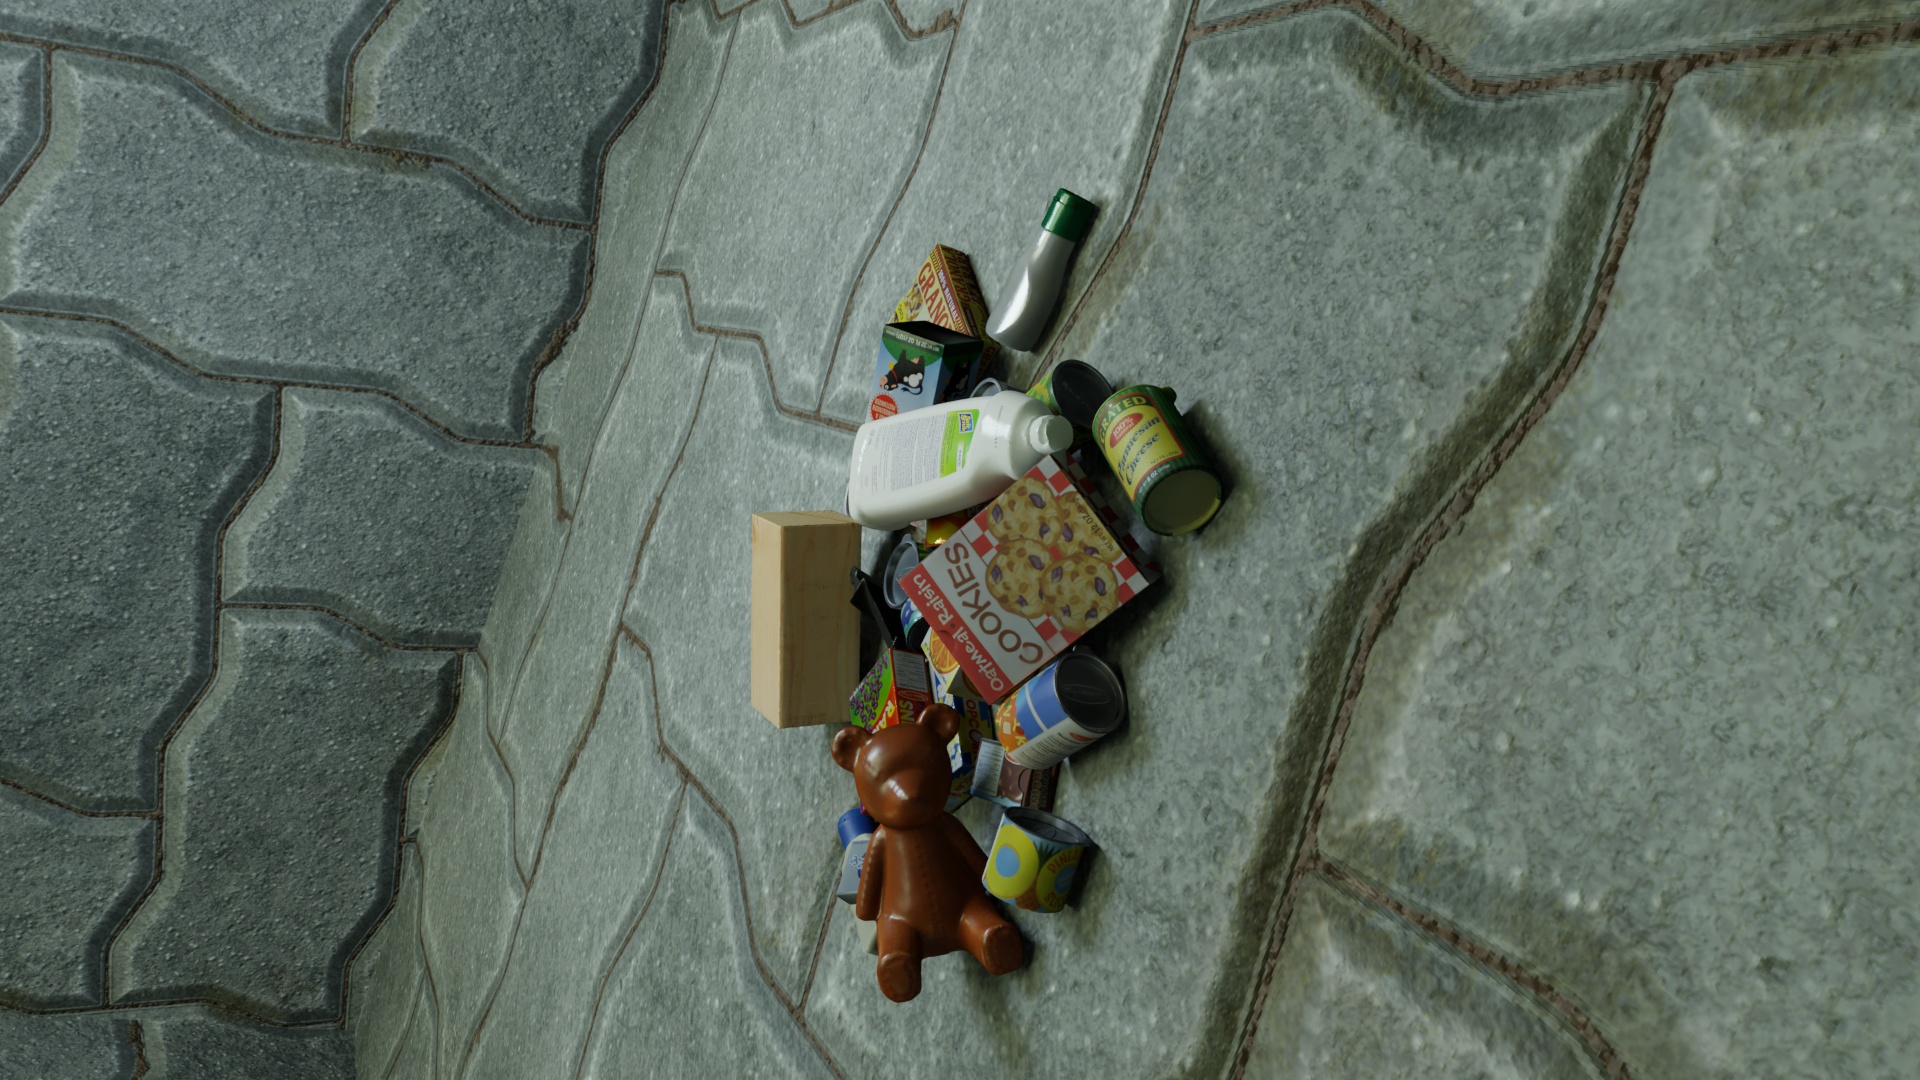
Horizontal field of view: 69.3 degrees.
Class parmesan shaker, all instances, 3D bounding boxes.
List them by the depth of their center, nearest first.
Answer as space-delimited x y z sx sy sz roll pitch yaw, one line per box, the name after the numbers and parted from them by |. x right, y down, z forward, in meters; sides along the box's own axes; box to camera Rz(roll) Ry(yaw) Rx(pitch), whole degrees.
0.147 -0.062 1.025 0.071 0.071 0.103 -58 33 28 | parmesan shaker

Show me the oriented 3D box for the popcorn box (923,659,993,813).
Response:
-0.011 0.164 1.225 0.084 0.038 0.127 -48 39 41 | popcorn box

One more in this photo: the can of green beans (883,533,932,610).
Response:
-0.031 0.037 1.302 0.071 0.058 0.071 -35 48 50 | can of green beans

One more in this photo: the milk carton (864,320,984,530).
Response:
-0.043 -0.109 1.333 0.072 0.074 0.189 23 112 27 | milk carton

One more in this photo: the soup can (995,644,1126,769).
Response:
0.075 0.128 1.061 0.083 0.071 0.071 -41 43 46 | soup can

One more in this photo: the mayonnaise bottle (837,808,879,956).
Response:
-0.079 0.308 1.277 0.064 0.041 0.149 -55 32 17 | mayonnaise bottle

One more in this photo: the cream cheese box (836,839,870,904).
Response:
-0.057 0.288 1.214 0.103 0.024 0.053 -13 47 34 | cream cheese box

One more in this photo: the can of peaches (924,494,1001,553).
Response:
0.004 -0.016 1.257 0.071 0.071 0.058 -13 66 58 | can of peaches

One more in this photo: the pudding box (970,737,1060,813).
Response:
0.043 0.191 1.125 0.083 0.030 0.049 0 76 61 | pudding box

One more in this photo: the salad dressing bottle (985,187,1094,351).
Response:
0.074 -0.247 1.268 0.147 0.044 0.064 -63 29 18 | salad dressing bottle

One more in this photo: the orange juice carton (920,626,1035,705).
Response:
0.046 0.037 1.149 0.192 0.073 0.072 -63 31 20 | orange juice carton

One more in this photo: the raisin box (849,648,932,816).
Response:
-0.059 0.171 1.226 0.085 0.040 0.124 -51 35 38 | raisin box

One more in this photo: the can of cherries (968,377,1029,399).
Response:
0.042 -0.103 1.239 0.071 0.058 0.072 -33 49 50 | can of cherries

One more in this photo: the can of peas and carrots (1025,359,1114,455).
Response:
0.086 -0.106 1.152 0.058 0.071 0.071 -38 45 49 | can of peas and carrots

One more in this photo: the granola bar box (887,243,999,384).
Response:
-0.023 -0.207 1.424 0.123 0.039 0.166 -54 35 33 | granola bar box

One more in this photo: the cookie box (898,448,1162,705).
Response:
0.050 0.029 1.067 0.167 0.040 0.123 -40 83 24 | cookie box

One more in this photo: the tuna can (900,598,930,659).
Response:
-0.019 0.072 1.253 0.070 0.071 0.033 -56 34 31 | tuna can

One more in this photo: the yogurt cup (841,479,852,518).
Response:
-0.081 -0.043 1.433 0.072 0.054 0.072 -34 49 50 | yogurt cup

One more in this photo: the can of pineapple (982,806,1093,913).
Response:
0.057 0.240 1.042 0.071 0.071 0.057 28 102 61 | can of pineapple
